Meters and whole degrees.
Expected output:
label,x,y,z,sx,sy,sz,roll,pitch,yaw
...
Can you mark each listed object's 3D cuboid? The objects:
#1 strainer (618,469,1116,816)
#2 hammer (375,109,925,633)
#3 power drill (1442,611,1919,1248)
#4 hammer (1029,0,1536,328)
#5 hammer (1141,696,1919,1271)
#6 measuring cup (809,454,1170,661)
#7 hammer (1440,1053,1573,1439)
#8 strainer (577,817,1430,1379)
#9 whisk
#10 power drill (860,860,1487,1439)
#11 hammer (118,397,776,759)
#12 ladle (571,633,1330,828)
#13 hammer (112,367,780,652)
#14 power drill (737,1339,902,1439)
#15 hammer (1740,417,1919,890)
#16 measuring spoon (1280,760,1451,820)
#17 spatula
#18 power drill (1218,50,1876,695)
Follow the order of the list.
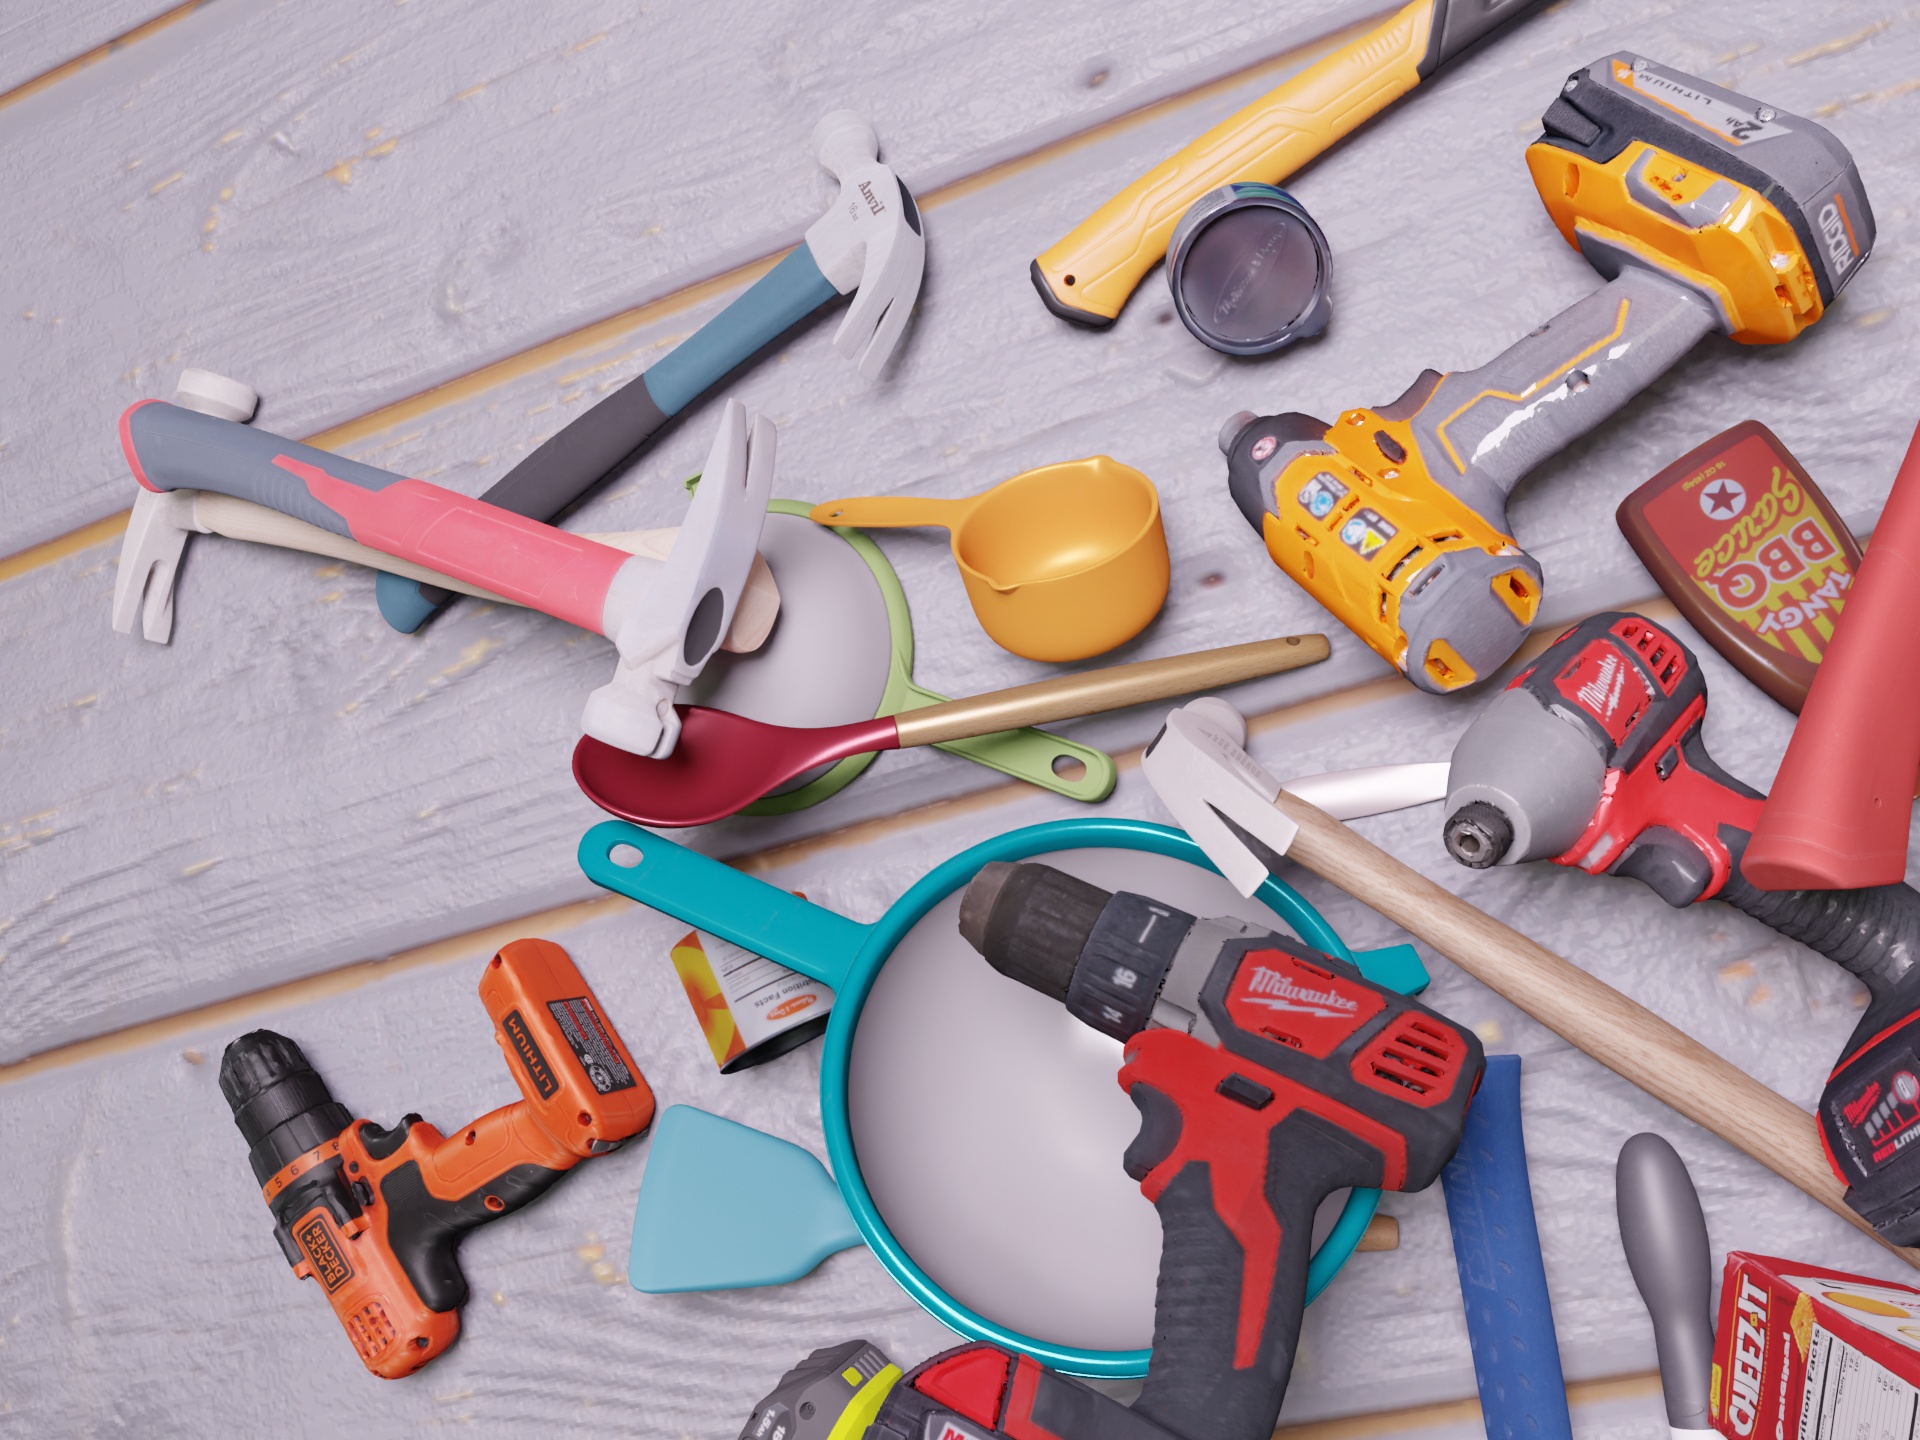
label,x,y,z,sx,sy,sz,roll,pitch,yaw
strainer,-0.056,-0.016,0.703,0.256,0.069,0.151,20,90,21
hammer,-0.156,-0.149,0.764,0.331,0.033,0.128,-34,58,15
power drill,0.272,0.062,0.549,0.220,0.143,0.078,42,139,18
hammer,0.170,-0.280,0.664,0.337,0.034,0.127,-32,100,16
hammer,0.211,0.095,0.584,0.331,0.130,0.031,33,106,9
measuring cup,0.010,-0.069,0.692,0.174,0.052,0.095,8,45,34
hammer,0.210,0.328,0.567,0.144,0.035,0.406,-30,61,55
strainer,-0.001,0.128,0.639,0.340,0.095,0.211,21,63,17
whisk,0.272,0.292,0.564,0.070,0.070,0.285,-10,75,17
power drill,0.049,0.158,0.520,0.188,0.080,0.227,23,60,17
hammer,-0.250,-0.108,0.714,0.386,0.038,0.143,20,89,30
ladle,-0.001,-0.002,0.660,0.315,0.031,0.069,-11,47,-2
hammer,-0.259,-0.076,0.754,0.411,0.038,0.146,14,86,30
power drill,0.012,0.352,0.633,0.228,0.080,0.190,27,92,17
hammer,0.330,-0.107,0.525,0.149,0.037,0.359,31,76,-9
measuring spoon,0.178,0.026,0.647,0.124,0.018,0.034,-11,80,18
spatula,0.018,0.207,0.664,0.317,0.044,0.082,-4,55,16
power drill,0.207,-0.138,0.616,0.226,0.084,0.164,-48,46,10
